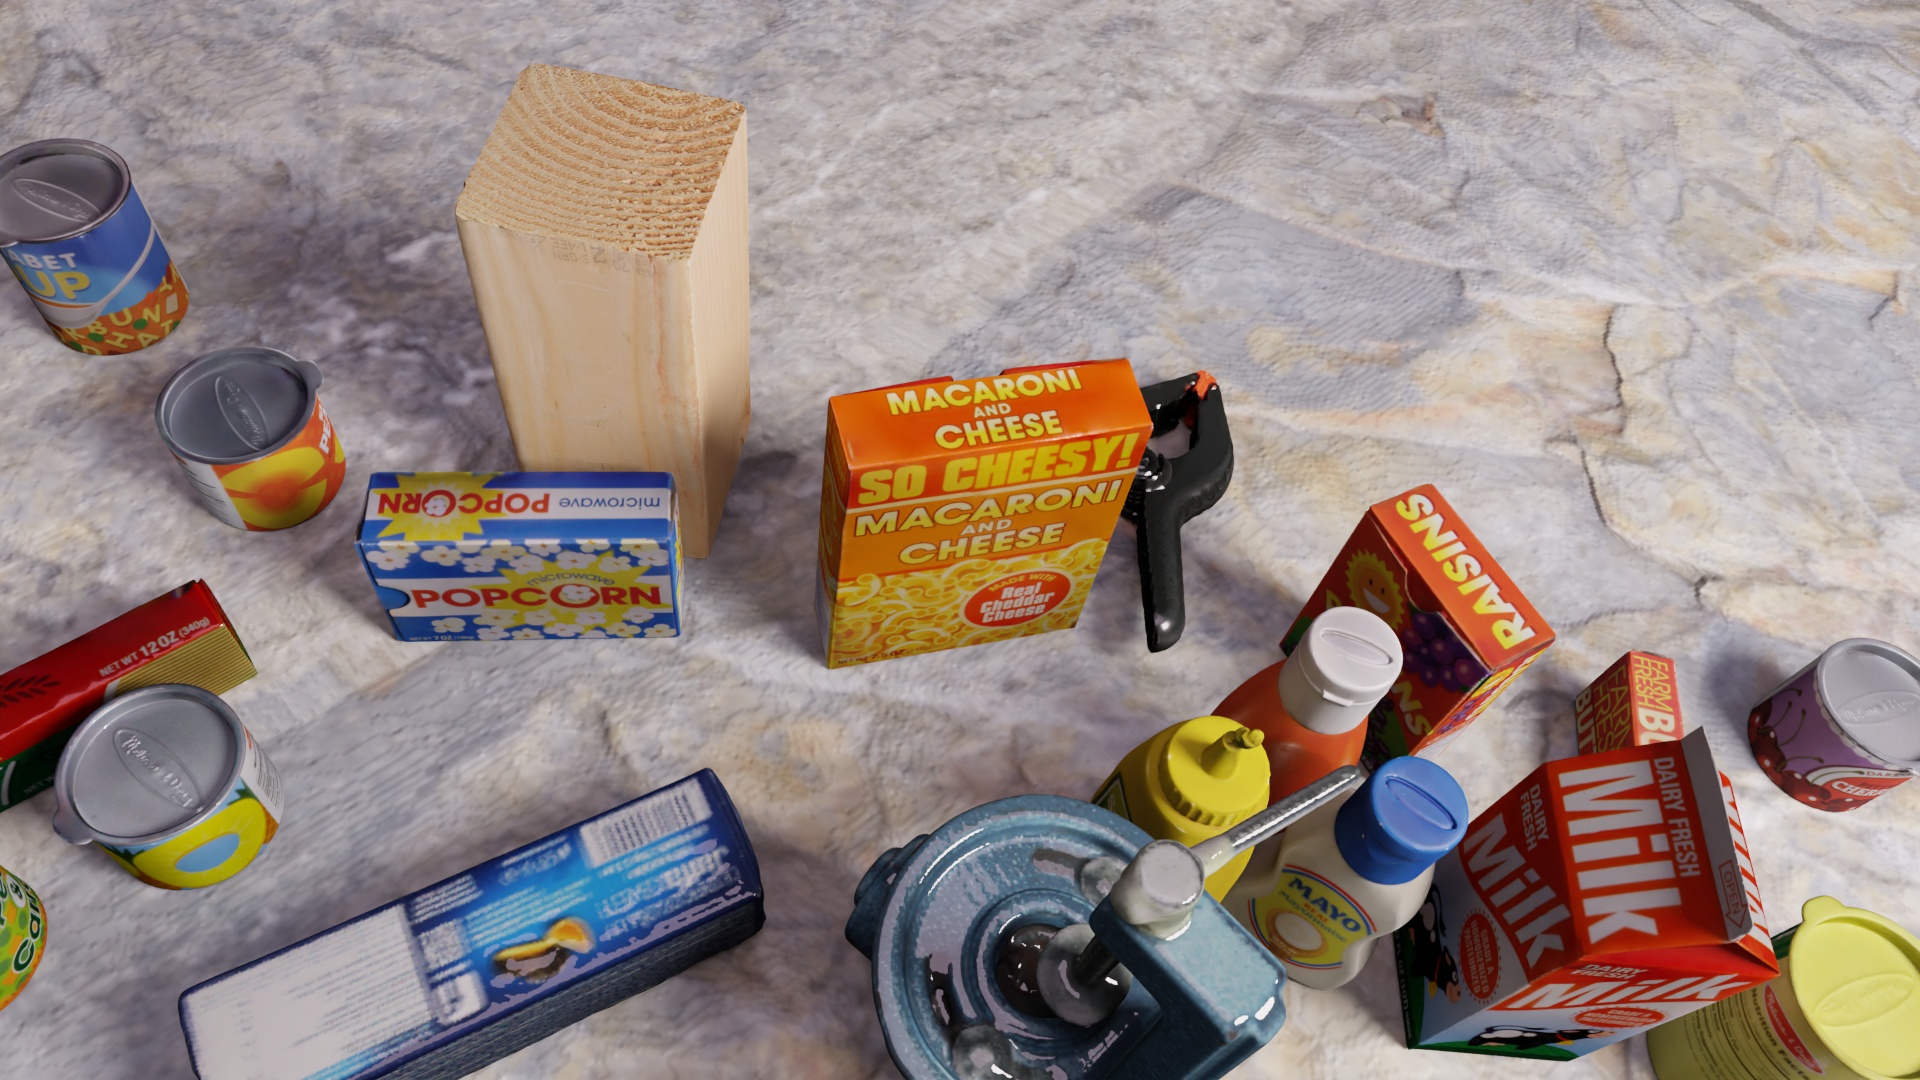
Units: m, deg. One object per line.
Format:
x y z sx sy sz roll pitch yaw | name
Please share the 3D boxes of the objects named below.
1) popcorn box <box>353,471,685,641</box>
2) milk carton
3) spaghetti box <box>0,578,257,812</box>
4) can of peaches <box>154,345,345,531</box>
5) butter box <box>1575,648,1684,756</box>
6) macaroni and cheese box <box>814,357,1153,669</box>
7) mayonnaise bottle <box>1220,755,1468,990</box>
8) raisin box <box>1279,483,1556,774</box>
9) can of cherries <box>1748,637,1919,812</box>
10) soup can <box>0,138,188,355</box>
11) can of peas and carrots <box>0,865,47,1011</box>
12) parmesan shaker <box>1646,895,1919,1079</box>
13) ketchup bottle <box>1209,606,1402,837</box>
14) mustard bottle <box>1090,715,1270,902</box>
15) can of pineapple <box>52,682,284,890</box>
-0.187 0.008 0.608 0.127 0.084 0.038 0 58 -8 | popcorn box
0.234 0.139 0.523 0.073 0.189 0.073 6 57 -4 | milk carton
-0.407 0.097 0.541 0.251 0.050 0.029 -32 67 -25 | spaghetti box
-0.322 -0.047 0.640 0.071 0.057 0.071 4 57 -6 | can of peaches
0.308 0.107 0.636 0.024 0.052 0.104 13 57 0 | butter box
0.002 -0.007 0.597 0.124 0.165 0.040 -9 60 -14 | macaroni and cheese box
0.150 0.129 0.542 0.065 0.147 0.041 36 60 14 | mayonnaise bottle
0.197 0.044 0.618 0.040 0.122 0.086 -21 63 -20 | raisin box
0.423 0.091 0.660 0.071 0.058 0.072 4 57 -6 | can of cherries
-0.422 -0.138 0.668 0.071 0.083 0.071 4 57 -6 | soup can
-0.381 0.142 0.510 0.071 0.058 0.071 4 57 -6 | can of peas and carrots
0.331 0.192 0.555 0.071 0.102 0.071 4 57 -6 | parmesan shaker
0.137 0.079 0.572 0.065 0.148 0.044 22 58 6 | ketchup bottle
0.086 0.105 0.542 0.049 0.159 0.065 -8 59 -13 | mustard bottle
-0.311 0.099 0.548 0.071 0.057 0.071 4 57 -6 | can of pineapple
